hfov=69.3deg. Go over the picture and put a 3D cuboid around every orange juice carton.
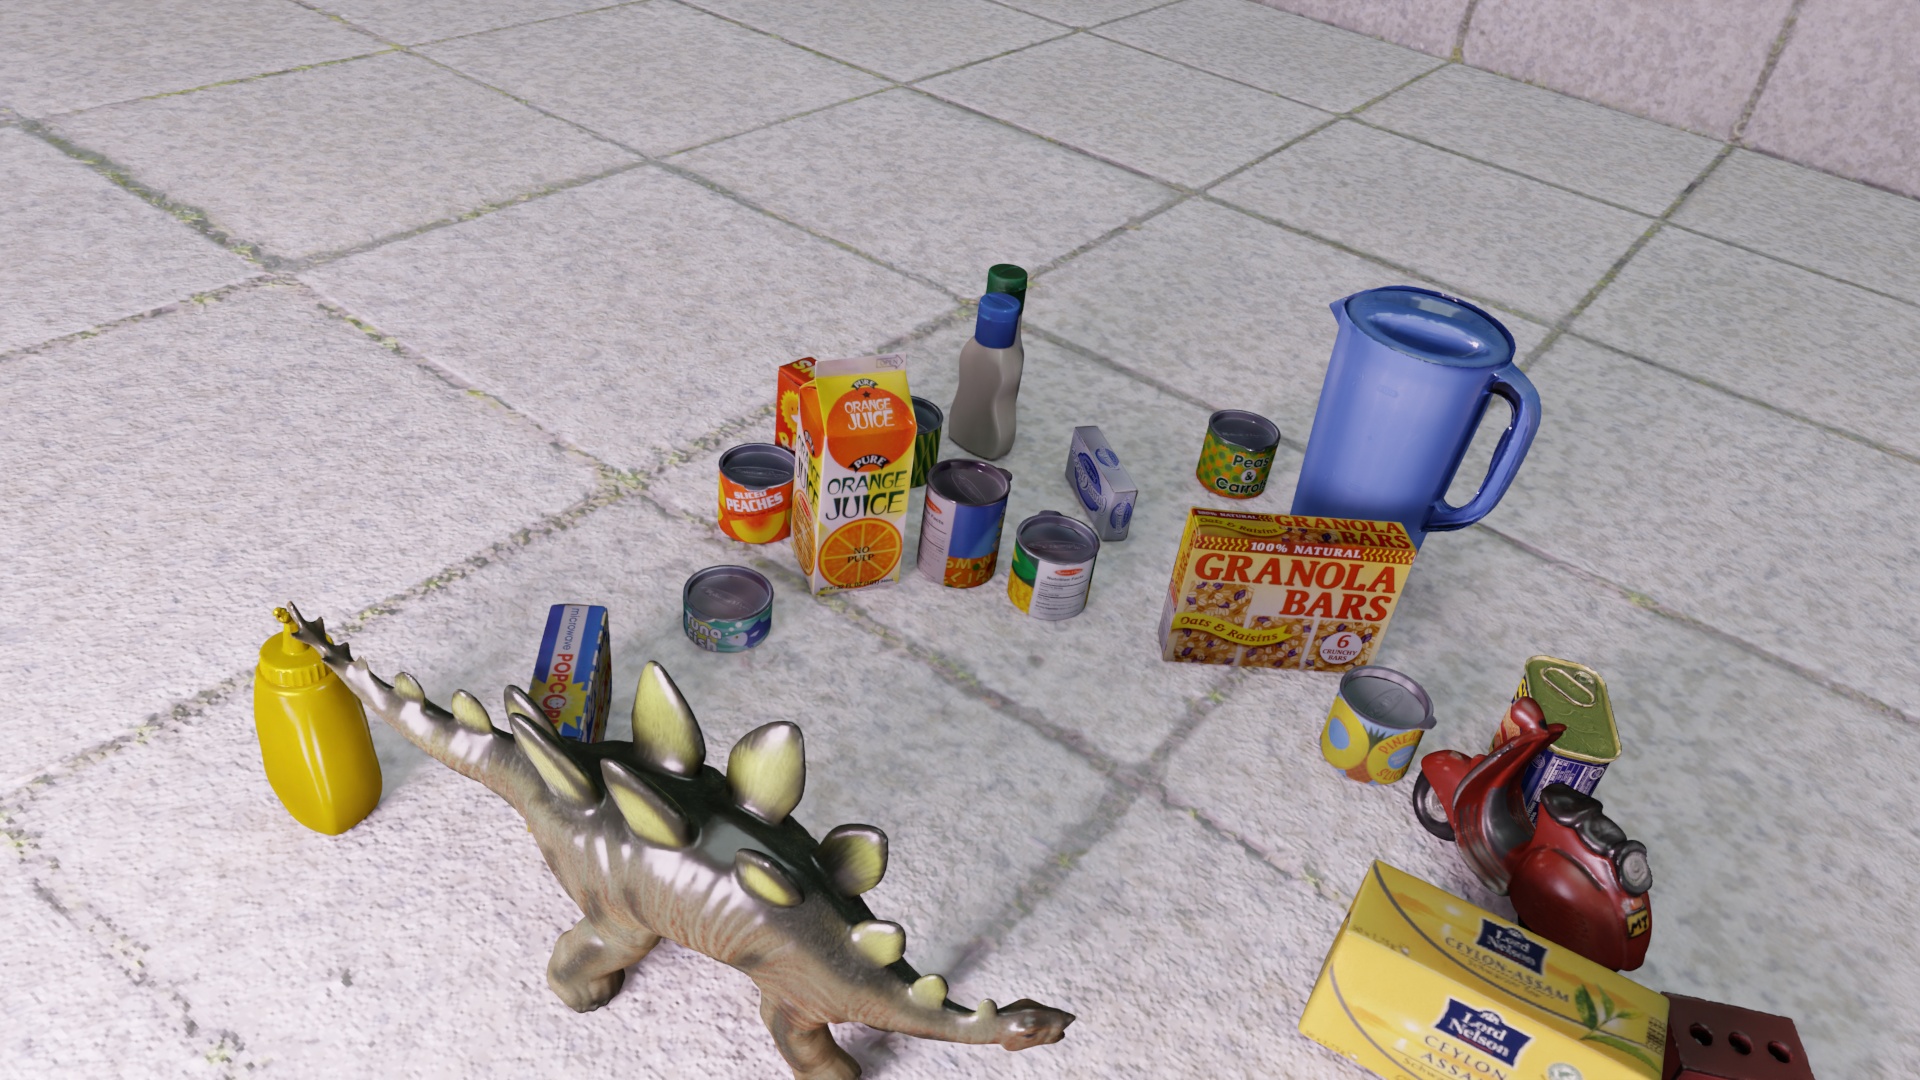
[{"bbox_3d":[-0.083,-0.056,1.058,0.072,0.191,0.073,-7,39,-21],"label":"orange juice carton"}]

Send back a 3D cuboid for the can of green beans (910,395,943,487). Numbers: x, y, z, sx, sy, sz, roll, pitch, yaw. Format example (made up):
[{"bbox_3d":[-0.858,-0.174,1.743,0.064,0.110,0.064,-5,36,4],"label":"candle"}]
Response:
[{"bbox_3d":[-0.051,-0.087,1.221,0.071,0.057,0.071,6,36,-4],"label":"can of green beans"}]

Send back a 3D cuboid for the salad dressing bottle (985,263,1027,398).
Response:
[{"bbox_3d":[0.035,-0.184,1.296,0.044,0.146,0.064,30,41,27],"label":"salad dressing bottle"}]

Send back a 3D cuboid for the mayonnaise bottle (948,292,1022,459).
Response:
[{"bbox_3d":[0.026,-0.148,1.244,0.065,0.147,0.041,32,42,29],"label":"mayonnaise bottle"}]

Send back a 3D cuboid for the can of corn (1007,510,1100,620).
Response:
[{"bbox_3d":[0.072,0.019,1.100,0.071,0.058,0.071,6,36,-4],"label":"can of corn"}]

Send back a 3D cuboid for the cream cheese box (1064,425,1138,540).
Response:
[{"bbox_3d":[0.122,-0.050,1.211,0.024,0.053,0.104,-4,38,-16],"label":"cream cheese box"}]

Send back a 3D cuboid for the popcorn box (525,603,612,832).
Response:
[{"bbox_3d":[-0.249,0.112,0.884,0.038,0.084,0.127,3,36,-8],"label":"popcorn box"}]

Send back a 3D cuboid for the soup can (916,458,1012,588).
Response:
[{"bbox_3d":[0.004,-0.014,1.110,0.071,0.083,0.072,6,36,-4],"label":"soup can"}]

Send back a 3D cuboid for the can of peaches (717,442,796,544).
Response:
[{"bbox_3d":[-0.164,-0.037,1.128,0.071,0.057,0.071,6,36,-4],"label":"can of peaches"}]

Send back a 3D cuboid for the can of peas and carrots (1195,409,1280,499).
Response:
[{"bbox_3d":[0.254,-0.077,1.270,0.071,0.058,0.071,6,36,-4],"label":"can of peas and carrots"}]

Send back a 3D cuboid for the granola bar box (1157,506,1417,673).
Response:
[{"bbox_3d":[0.243,0.039,1.053,0.166,0.123,0.039,4,36,-6],"label":"granola bar box"}]

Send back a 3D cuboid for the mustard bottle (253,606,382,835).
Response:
[{"bbox_3d":[-0.378,0.100,0.809,0.065,0.159,0.049,24,38,20],"label":"mustard bottle"}]

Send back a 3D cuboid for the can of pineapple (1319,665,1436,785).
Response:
[{"bbox_3d":[0.297,0.133,0.992,0.071,0.057,0.071,6,36,-4],"label":"can of pineapple"}]

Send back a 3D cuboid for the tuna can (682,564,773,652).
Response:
[{"bbox_3d":[-0.173,0.052,1.027,0.071,0.032,0.071,6,36,-4],"label":"tuna can"}]

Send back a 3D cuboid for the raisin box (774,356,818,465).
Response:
[{"bbox_3d":[-0.112,-0.077,1.139,0.086,0.122,0.040,33,42,30],"label":"raisin box"}]
